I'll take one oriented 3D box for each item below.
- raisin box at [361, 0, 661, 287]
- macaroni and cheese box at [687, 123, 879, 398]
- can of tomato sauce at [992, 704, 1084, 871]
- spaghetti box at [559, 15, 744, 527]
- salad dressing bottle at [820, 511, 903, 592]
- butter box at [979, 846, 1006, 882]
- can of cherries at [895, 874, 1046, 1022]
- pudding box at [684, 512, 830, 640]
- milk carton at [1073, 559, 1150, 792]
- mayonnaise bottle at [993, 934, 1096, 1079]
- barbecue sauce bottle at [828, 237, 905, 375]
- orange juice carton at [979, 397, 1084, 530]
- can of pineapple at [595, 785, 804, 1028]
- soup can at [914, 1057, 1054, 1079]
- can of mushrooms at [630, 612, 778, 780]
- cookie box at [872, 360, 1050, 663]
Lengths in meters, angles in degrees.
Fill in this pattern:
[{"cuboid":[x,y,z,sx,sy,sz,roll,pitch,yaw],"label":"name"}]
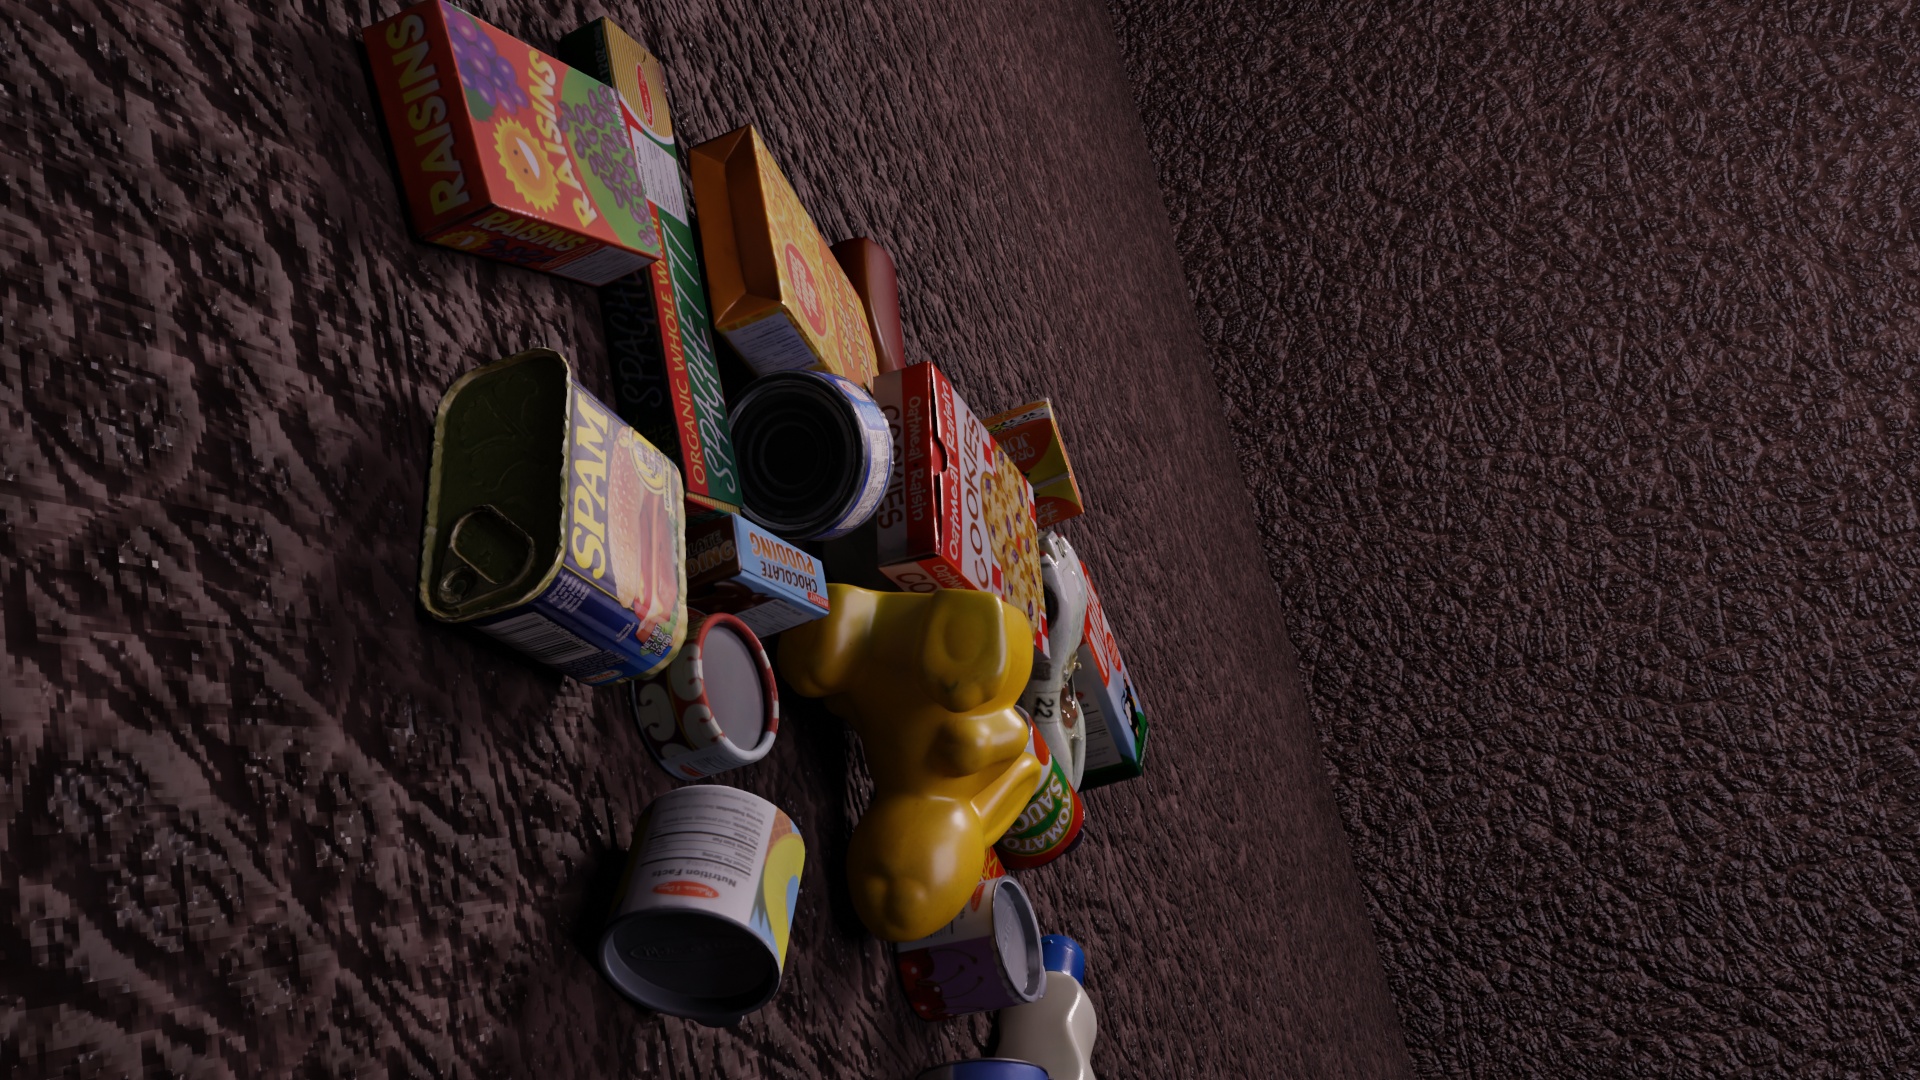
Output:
[{"cuboid":[-0.181,-0.159,0.573,0.123,0.040,0.086,-5,78,-73],"label":"raisin box"},{"cuboid":[-0.089,-0.125,0.763,0.166,0.040,0.124,54,20,-59],"label":"macaroni and cheese box"},{"cuboid":[0.031,0.151,0.852,0.071,0.071,0.082,-82,148,-53],"label":"can of tomato sauce"},{"cuboid":[-0.147,-0.127,0.657,0.050,0.028,0.250,24,50,-66],"label":"spaghetti box"},{"cuboid":[-0.037,-0.005,0.838,0.064,0.044,0.148,61,19,-1],"label":"salad dressing bottle"},{"cuboid":[0.008,0.201,0.809,0.053,0.024,0.103,-73,142,-61],"label":"butter box"},{"cuboid":[0.006,0.218,0.734,0.071,0.058,0.071,-19,91,-73],"label":"can of cherries"},{"cuboid":[-0.100,0.019,0.626,0.083,0.049,0.030,35,40,-62],"label":"pudding box"},{"cuboid":[0.072,0.085,1.026,0.072,0.073,0.190,-59,128,-67],"label":"milk carton"},{"cuboid":[0.050,0.285,0.798,0.149,0.064,0.041,-67,136,-69],"label":"mayonnaise bottle"},{"cuboid":[-0.058,-0.117,0.883,0.064,0.043,0.149,56,24,-60],"label":"barbecue sauce bottle"},{"cuboid":[0.044,-0.050,1.012,0.193,0.072,0.073,-79,150,-78],"label":"orange juice carton"},{"cuboid":[-0.094,0.134,0.512,0.058,0.071,0.070,-83,150,-52],"label":"can of pineapple"},{"cuboid":[0.015,0.299,0.664,0.071,0.071,0.084,52,28,-48],"label":"soup can"},{"cuboid":[-0.107,0.063,0.588,0.071,0.033,0.071,-18,91,-71],"label":"can of mushrooms"},{"cuboid":[0.003,-0.010,0.811,0.167,0.040,0.123,46,35,-56],"label":"cookie box"}]
